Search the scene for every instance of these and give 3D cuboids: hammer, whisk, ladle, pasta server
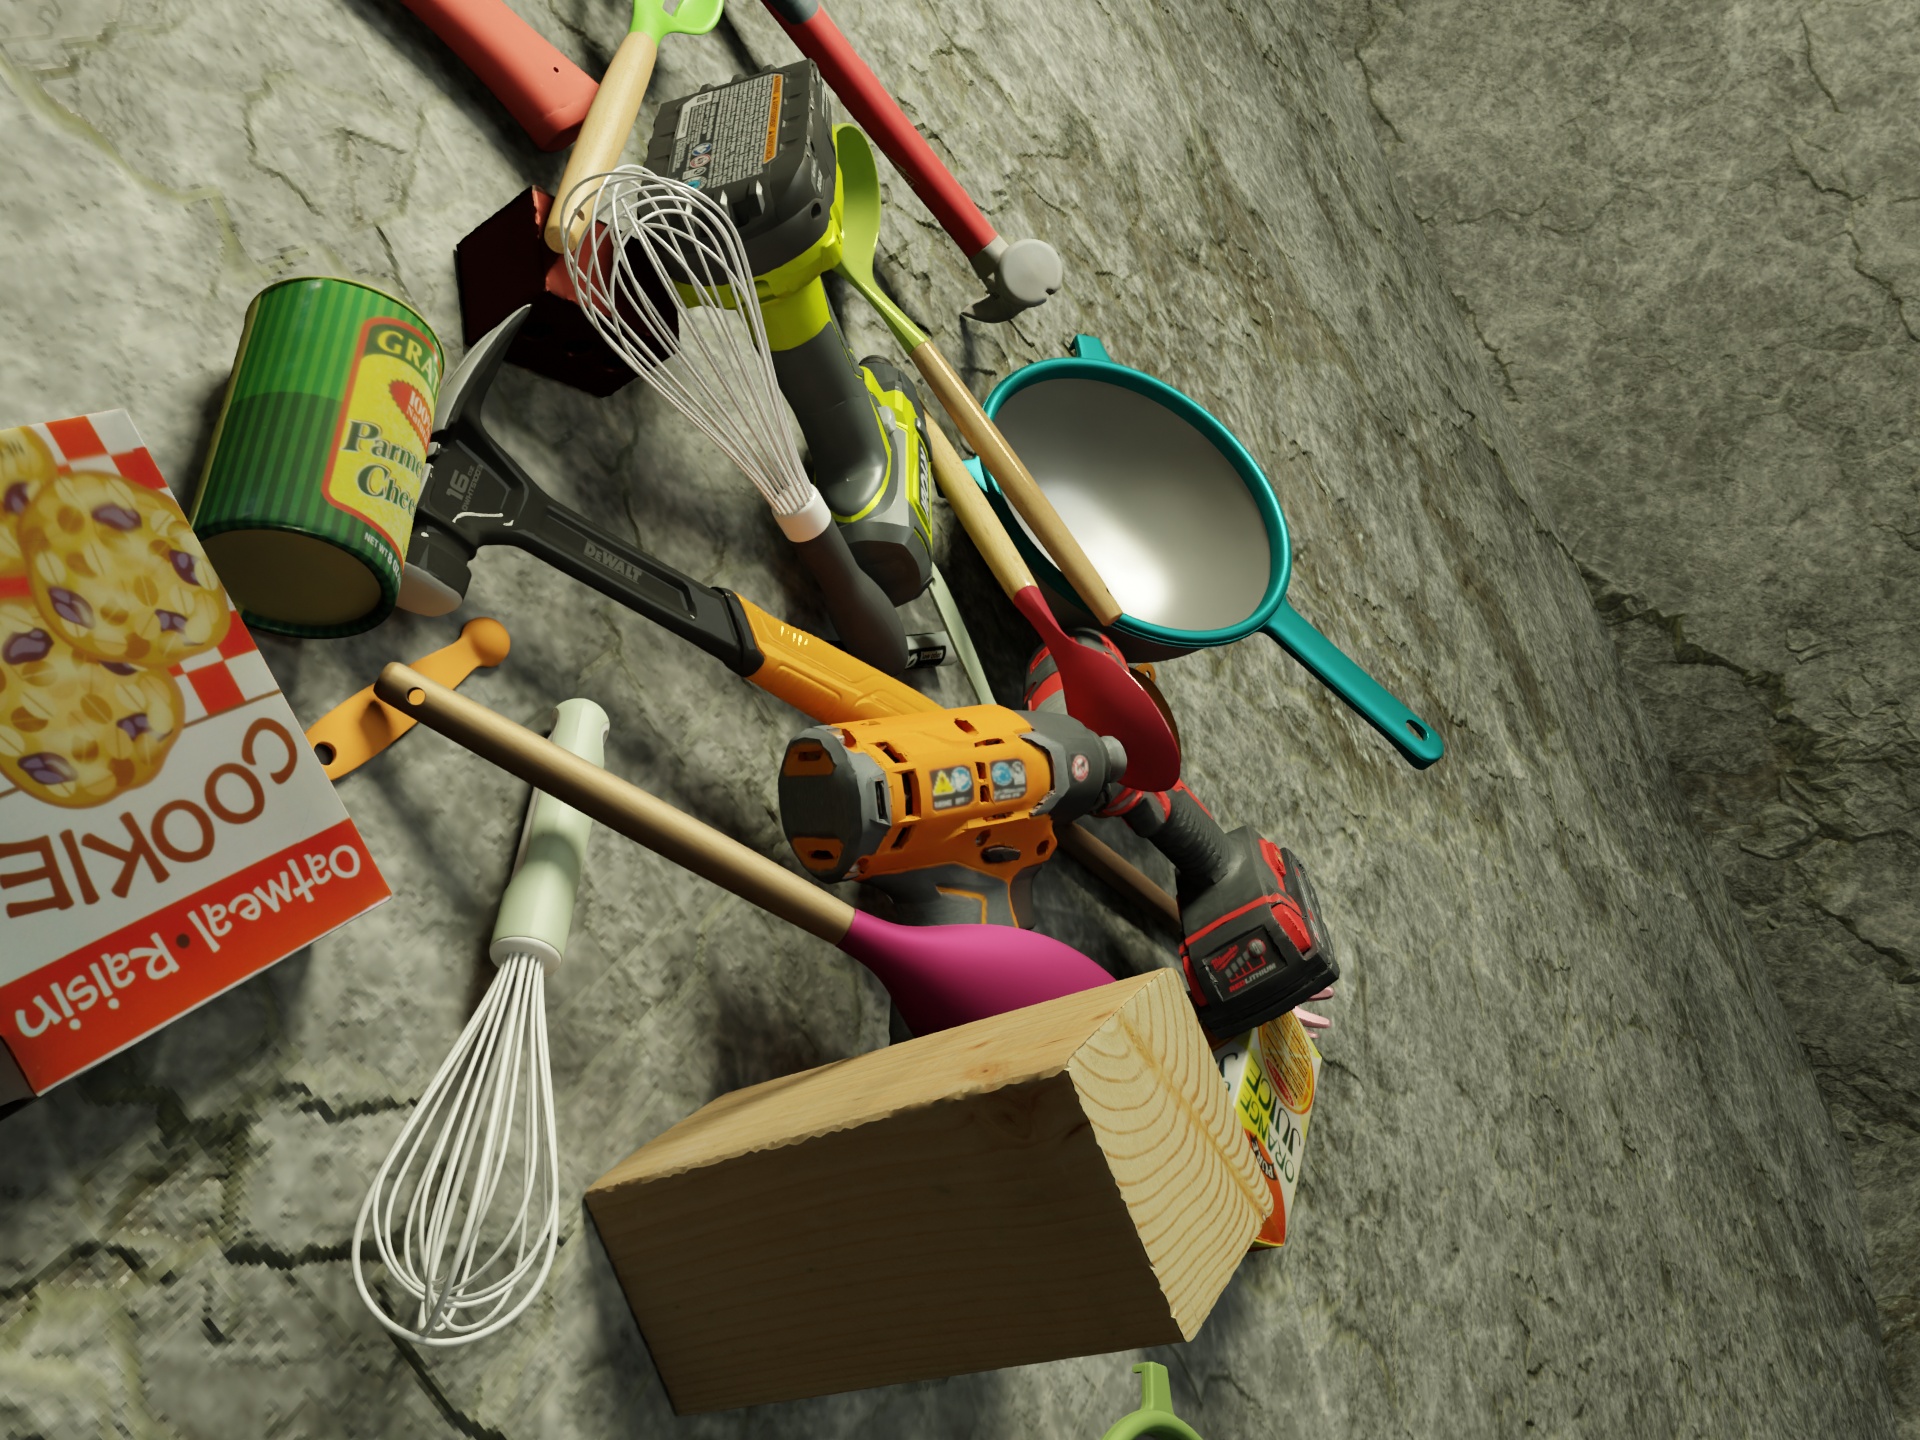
[{"bbox_3d":[-0.076,-0.033,0.671,0.336,0.034,0.127,32,56,-35],"label":"hammer"},{"bbox_3d":[-0.282,-0.363,0.628,0.358,0.037,0.149,35,43,-41],"label":"hammer"},{"bbox_3d":[-0.085,-0.393,0.925,0.386,0.038,0.143,49,-3,-15],"label":"hammer"},{"bbox_3d":[-0.083,-0.112,0.680,0.284,0.070,0.070,61,27,-45],"label":"whisk"},{"bbox_3d":[0.002,-0.191,0.871,0.320,0.062,0.078,56,20,9],"label":"ladle"},{"bbox_3d":[0.135,0.118,0.971,0.315,0.040,0.060,38,53,-38],"label":"pasta server"},{"bbox_3d":[-0.150,0.087,0.540,0.059,0.057,0.247,12,48,-12],"label":"whisk"},{"bbox_3d":[0.024,-0.082,0.810,0.069,0.031,0.316,92,-24,-49],"label":"ladle"}]

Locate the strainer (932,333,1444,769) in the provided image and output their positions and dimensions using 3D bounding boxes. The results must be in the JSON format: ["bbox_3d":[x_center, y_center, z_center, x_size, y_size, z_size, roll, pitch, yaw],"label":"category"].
[{"bbox_3d":[0.136,-0.070,0.964,0.340,0.095,0.211,41,49,0],"label":"strainer"}]

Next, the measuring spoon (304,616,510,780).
[{"bbox_3d":[-0.194,-0.009,0.561,0.021,0.011,0.117,59,32,-14],"label":"measuring spoon"}]

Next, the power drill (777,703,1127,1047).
[{"bbox_3d":[0.015,0.106,0.667,0.164,0.084,0.226,-8,92,-37],"label":"power drill"}]

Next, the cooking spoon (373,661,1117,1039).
[{"bbox_3d":[-0.064,0.064,0.577,0.318,0.017,0.069,30,82,-12],"label":"cooking spoon"}]

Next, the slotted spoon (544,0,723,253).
[{"bbox_3d":[-0.152,-0.298,0.725,0.070,0.031,0.314,43,32,-34],"label":"slotted spoon"}]

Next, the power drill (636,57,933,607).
[{"bbox_3d":[-0.069,-0.185,0.760,0.223,0.080,0.171,67,16,-46],"label":"power drill"}]

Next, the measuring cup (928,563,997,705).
[{"bbox_3d":[-0.001,-0.003,0.828,0.083,0.038,0.167,-19,87,-66],"label":"measuring cup"}]

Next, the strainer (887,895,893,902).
[{"bbox_3d":[0.005,0.127,0.747,0.087,0.050,0.258,-10,79,-50],"label":"strainer"}]

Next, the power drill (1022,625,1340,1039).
[{"bbox_3d":[0.111,0.061,0.859,0.219,0.078,0.143,50,18,-22],"label":"power drill"}]

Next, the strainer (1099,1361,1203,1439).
[{"bbox_3d":[0.039,0.385,0.619,0.256,0.069,0.151,-27,97,-59],"label":"strainer"}]

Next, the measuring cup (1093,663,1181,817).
[{"bbox_3d":[0.113,-0.007,0.999,0.095,0.052,0.174,61,33,-11],"label":"measuring cup"}]
